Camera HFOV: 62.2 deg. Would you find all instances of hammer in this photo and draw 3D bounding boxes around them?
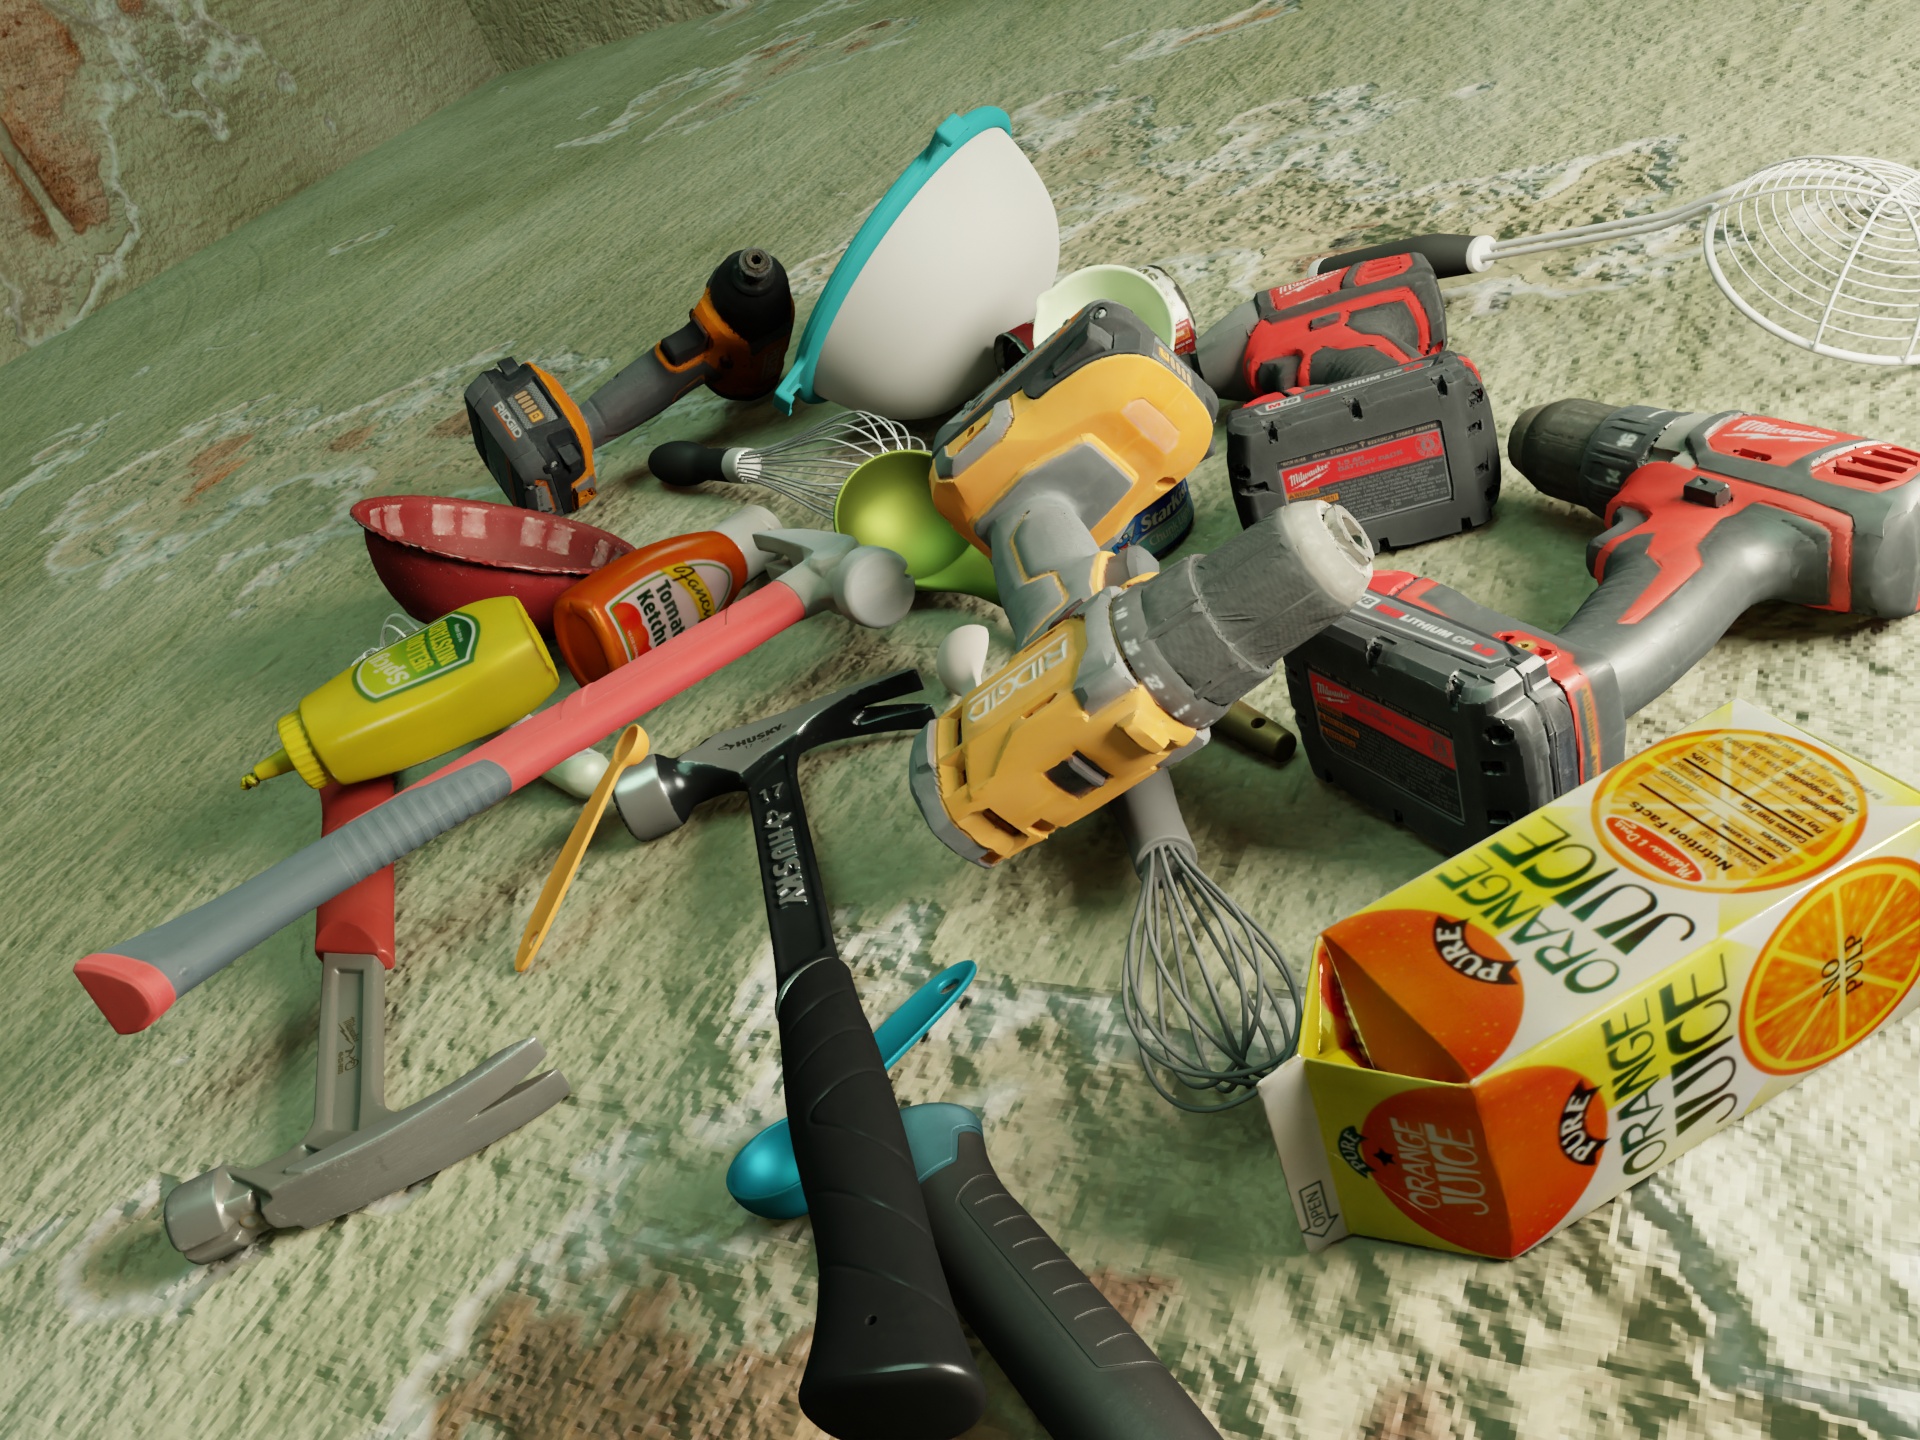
[{"bbox_3d":[-0.208,0.014,0.729,0.386,0.038,0.143,-33,25,-22],"label":"hammer"},{"bbox_3d":[0.061,0.191,0.380,0.128,0.033,0.331,-31,33,-16],"label":"hammer"},{"bbox_3d":[-0.269,0.083,0.731,0.149,0.036,0.359,-25,33,-5],"label":"hammer"},{"bbox_3d":[-0.048,0.084,0.557,0.149,0.036,0.409,-23,26,-2],"label":"hammer"}]

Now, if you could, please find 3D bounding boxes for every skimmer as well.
[{"bbox_3d":[0.332,-0.226,0.832,0.127,0.090,0.363,-42,27,-23],"label":"skimmer"}]

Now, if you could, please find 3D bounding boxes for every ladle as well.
[{"bbox_3d":[0.038,-0.057,0.736,0.078,0.062,0.320,-39,38,-13],"label":"ladle"}]

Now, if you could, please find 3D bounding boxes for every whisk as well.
[{"bbox_3d":[0.071,0.052,0.570,0.055,0.055,0.239,-19,28,5],"label":"whisk"},{"bbox_3d":[-0.115,-0.156,0.975,0.070,0.070,0.285,-41,32,-27],"label":"whisk"},{"bbox_3d":[-0.257,-0.006,0.847,0.057,0.059,0.246,-12,25,-42],"label":"whisk"}]

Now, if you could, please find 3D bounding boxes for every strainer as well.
[{"bbox_3d":[0.014,-0.275,1.032,0.211,0.095,0.340,-54,-4,23],"label":"strainer"}]

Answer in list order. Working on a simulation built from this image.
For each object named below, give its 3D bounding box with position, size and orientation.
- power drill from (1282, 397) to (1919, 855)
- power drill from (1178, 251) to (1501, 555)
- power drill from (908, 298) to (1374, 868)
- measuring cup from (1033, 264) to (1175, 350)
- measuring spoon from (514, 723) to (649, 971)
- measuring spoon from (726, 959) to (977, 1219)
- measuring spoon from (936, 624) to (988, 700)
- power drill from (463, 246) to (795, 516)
[{"bbox_3d":[0.229,-0.054,0.602,0.226,0.080,0.188,-30,33,-17],"label":"power drill"},{"bbox_3d":[0.180,-0.163,0.790,0.143,0.078,0.220,-13,31,13],"label":"power drill"},{"bbox_3d":[0.063,-0.071,0.617,0.185,0.084,0.226,-35,34,30],"label":"power drill"},{"bbox_3d":[0.056,-0.166,0.866,0.083,0.038,0.167,30,90,10],"label":"measuring cup"},{"bbox_3d":[-0.161,0.056,0.681,0.021,0.011,0.117,22,86,59],"label":"measuring spoon"},{"bbox_3d":[-0.029,0.127,0.547,0.042,0.021,0.128,-7,25,43],"label":"measuring spoon"},{"bbox_3d":[-0.001,-0.002,0.700,0.018,0.034,0.124,21,35,-16],"label":"measuring spoon"},{"bbox_3d":[-0.210,-0.231,1.057,0.226,0.084,0.164,-34,-4,-17],"label":"power drill"}]
